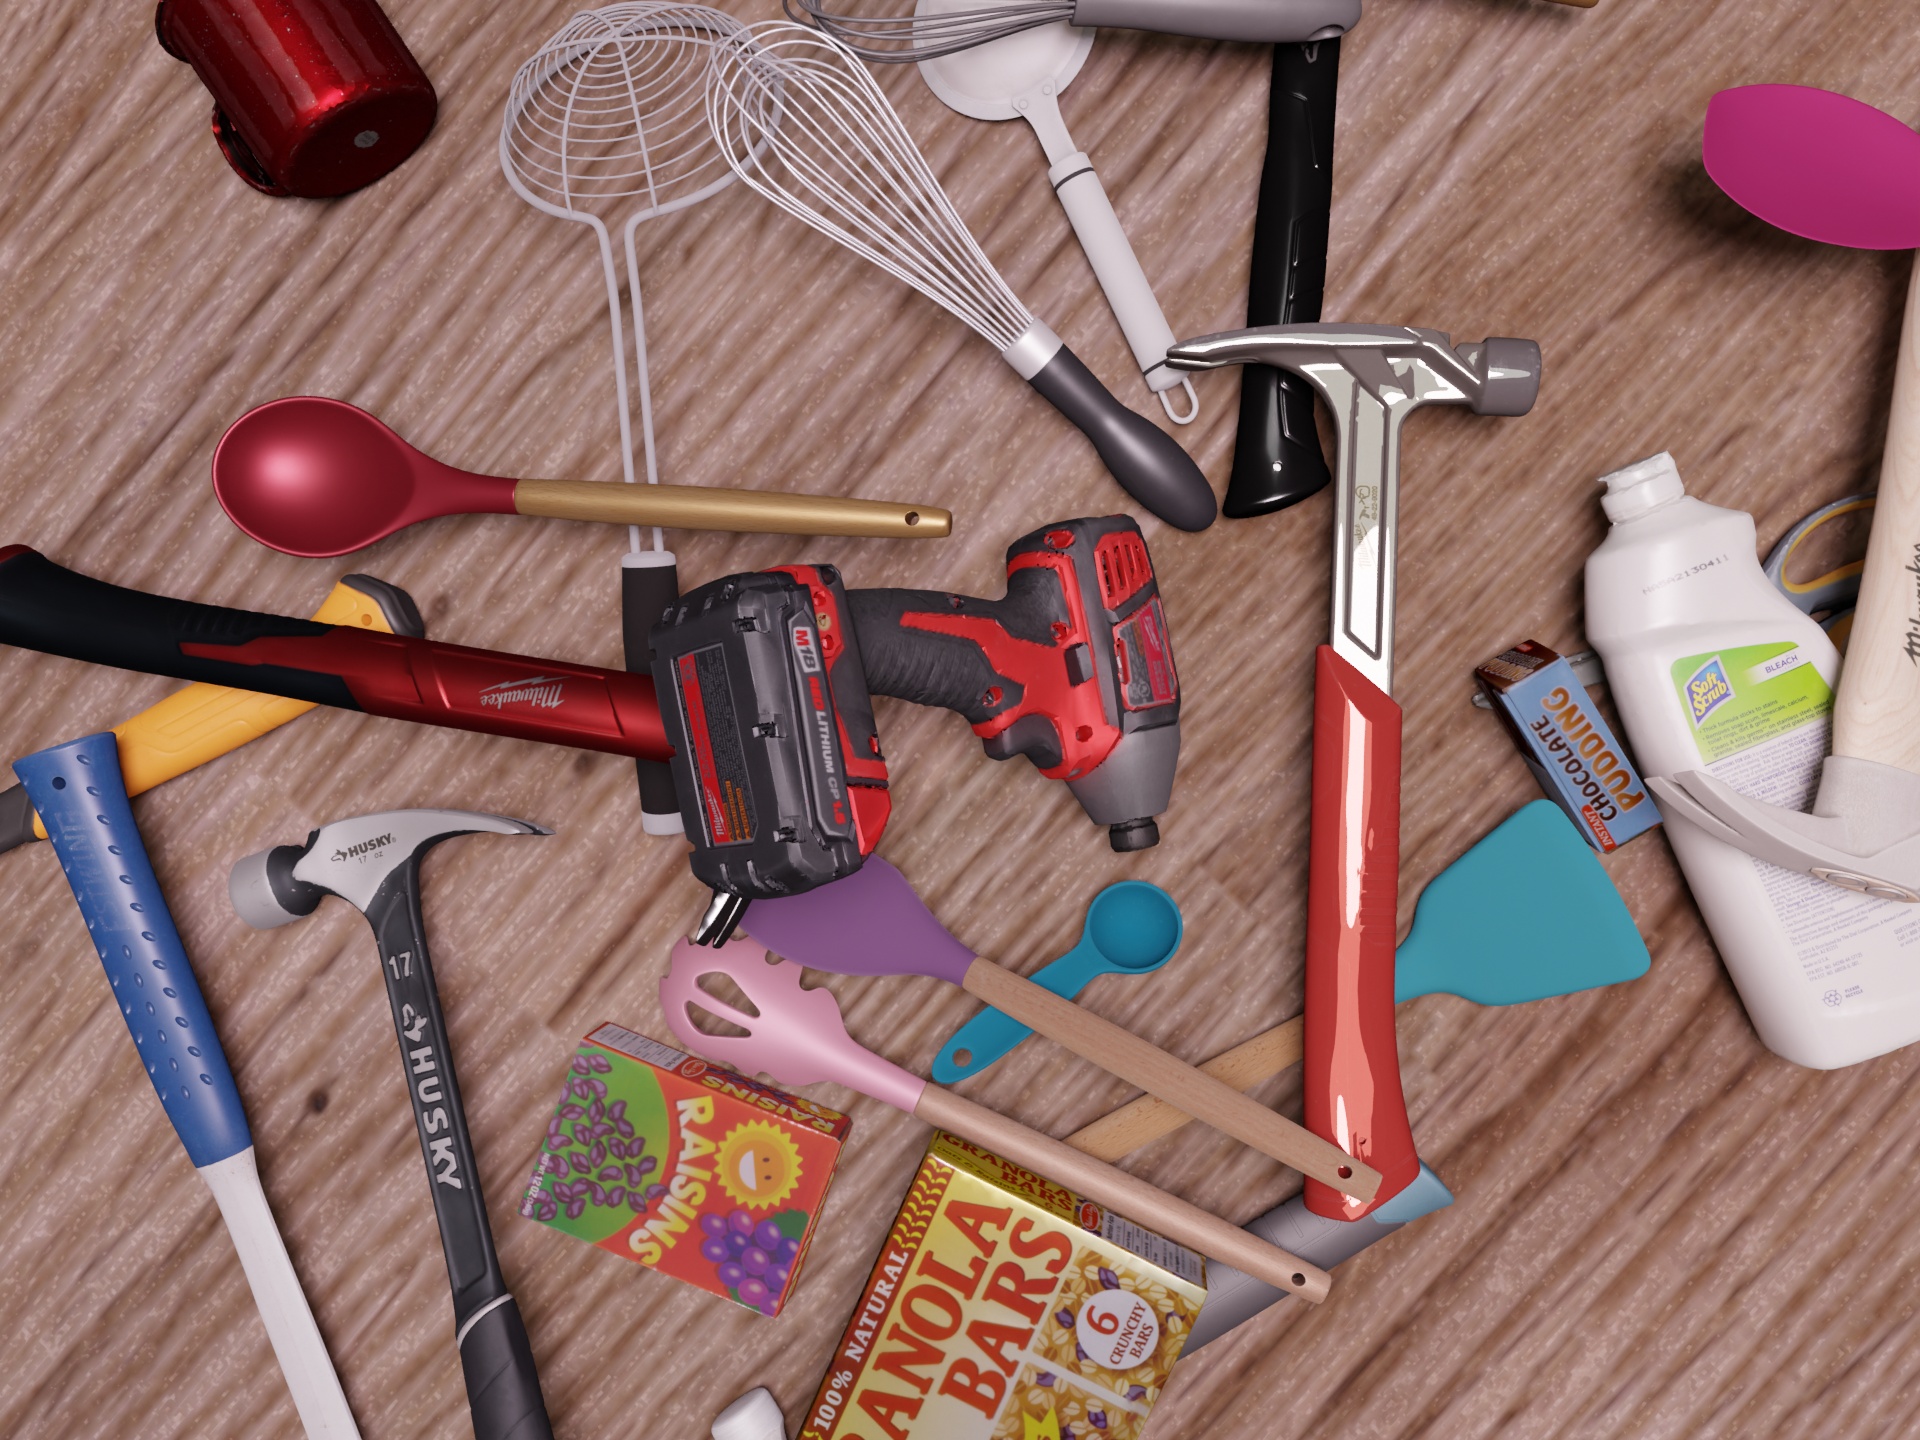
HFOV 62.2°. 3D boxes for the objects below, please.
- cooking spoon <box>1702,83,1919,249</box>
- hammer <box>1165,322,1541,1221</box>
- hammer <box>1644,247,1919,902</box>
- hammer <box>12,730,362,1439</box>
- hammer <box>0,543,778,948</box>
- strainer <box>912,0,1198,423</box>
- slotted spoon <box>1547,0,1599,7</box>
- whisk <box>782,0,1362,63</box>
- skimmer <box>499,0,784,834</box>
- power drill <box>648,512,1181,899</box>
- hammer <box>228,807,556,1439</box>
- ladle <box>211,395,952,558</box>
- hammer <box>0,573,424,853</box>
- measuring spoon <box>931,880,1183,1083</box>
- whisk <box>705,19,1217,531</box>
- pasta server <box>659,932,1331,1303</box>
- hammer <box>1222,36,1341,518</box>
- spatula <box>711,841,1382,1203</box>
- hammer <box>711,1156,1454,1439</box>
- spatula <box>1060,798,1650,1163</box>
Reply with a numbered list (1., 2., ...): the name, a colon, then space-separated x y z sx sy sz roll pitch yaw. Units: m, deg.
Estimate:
1. cooking spoon: 0.431 -0.176 0.613 0.319 0.017 0.069 17 72 -5
2. hammer: 0.152 0.019 0.649 0.149 0.036 0.359 2 89 7
3. hammer: 0.378 -0.136 0.626 0.146 0.038 0.411 17 79 -7
4. hammer: -0.326 0.204 0.700 0.144 0.035 0.405 -19 94 4
5. hammer: -0.258 -0.007 0.670 0.386 0.038 0.143 9 79 10
6. strainer: 0.046 -0.248 0.694 0.087 0.050 0.258 -26 91 19
7. slotted spoon: 0.112 -0.337 0.660 0.314 0.031 0.070 14 91 1
8. whisk: 0.047 -0.293 0.650 0.239 0.055 0.055 0 90 -6
9. skimmer: -0.134 -0.135 0.711 0.127 0.090 0.363 -1 100 8
10. power drill: -0.001 -0.002 0.629 0.219 0.078 0.143 -11 90 -37
11. hammer: -0.200 0.232 0.672 0.149 0.036 0.409 -19 80 14
12. ladle: -0.159 -0.093 0.663 0.315 0.031 0.069 5 90 9
13. hammer: -0.394 0.034 0.726 0.337 0.034 0.127 -28 87 3
14. measuring spoon: 0.041 0.117 0.687 0.128 0.021 0.042 -35 65 -11
15. whisk: 0.007 -0.179 0.666 0.284 0.070 0.070 42 93 -14
16. pasta server: 0.009 0.172 0.683 0.316 0.040 0.060 24 91 7
17. hammer: 0.142 -0.254 0.689 0.146 0.035 0.335 5 90 4
18. spatula: 0.025 0.119 0.665 0.316 0.018 0.060 25 79 19
19. hammer: 0.061 0.276 0.691 0.331 0.033 0.128 -33 87 3
20. spatula: 0.130 0.144 0.682 0.317 0.044 0.082 -30 84 5
